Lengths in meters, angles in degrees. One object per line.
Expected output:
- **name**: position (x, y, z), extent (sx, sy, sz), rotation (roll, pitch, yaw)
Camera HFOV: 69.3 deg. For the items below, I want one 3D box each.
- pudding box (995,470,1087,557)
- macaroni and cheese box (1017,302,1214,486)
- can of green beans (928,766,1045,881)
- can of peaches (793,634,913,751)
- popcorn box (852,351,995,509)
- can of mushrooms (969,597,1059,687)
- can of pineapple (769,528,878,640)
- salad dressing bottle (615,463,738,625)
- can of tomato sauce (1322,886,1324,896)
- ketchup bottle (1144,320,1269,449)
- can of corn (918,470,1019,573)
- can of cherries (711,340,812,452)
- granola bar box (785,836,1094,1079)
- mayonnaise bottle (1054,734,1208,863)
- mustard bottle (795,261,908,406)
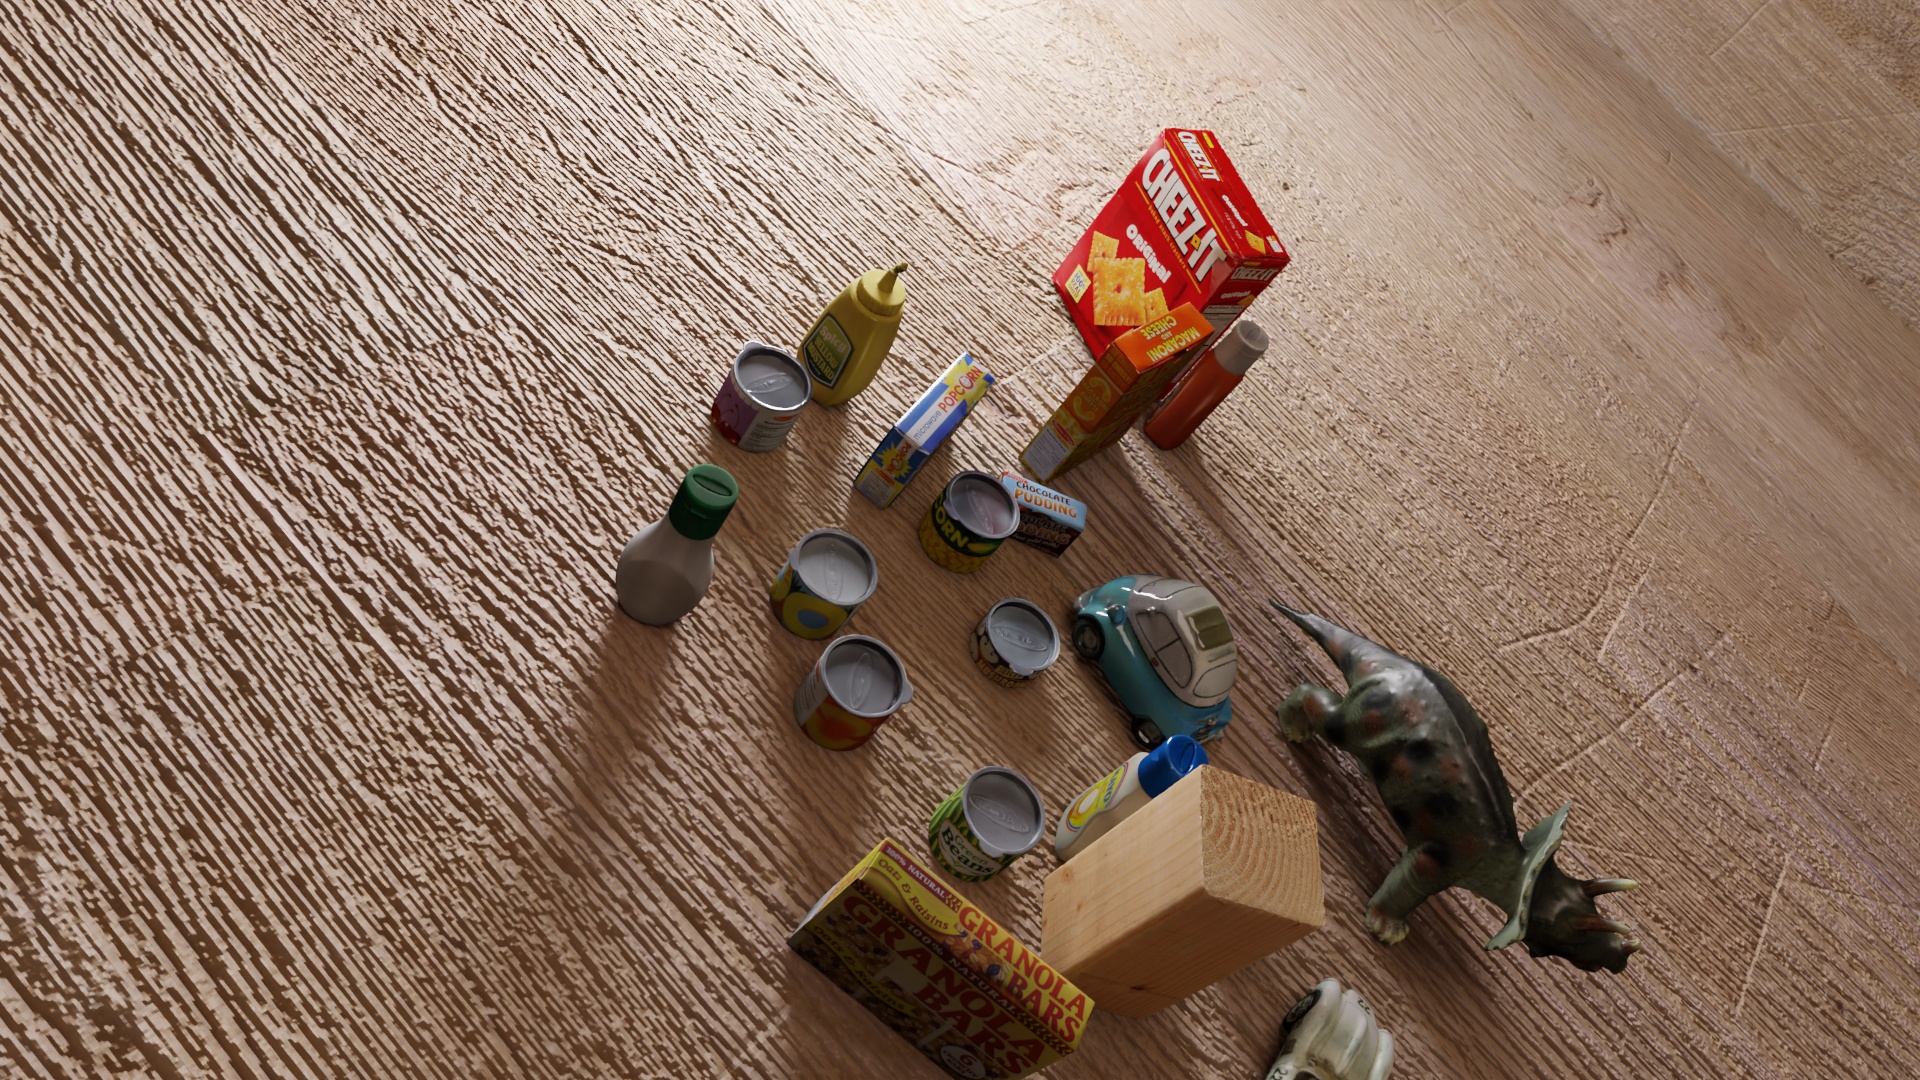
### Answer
- **pudding box**: position (0.061, -0.023, 1.188), extent (0.084, 0.049, 0.030), rotation (23, 49, -16)
- **macaroni and cheese box**: position (0.138, -0.129, 1.233), extent (0.040, 0.165, 0.124), rotation (50, 47, 9)
- **can of green beans**: position (0.018, 0.203, 0.990), extent (0.071, 0.057, 0.071), rotation (16, 51, -21)
- **can of peaches**: position (-0.078, 0.111, 0.999), extent (0.071, 0.057, 0.071), rotation (16, 51, -21)
- **popcorn box**: position (-0.030, -0.092, 1.159), extent (0.038, 0.084, 0.127), rotation (39, 46, -1)
- **can of mushrooms**: position (0.043, 0.084, 1.109), extent (0.071, 0.033, 0.071), rotation (16, 51, -21)
- **can of pineapple**: position (-0.105, 0.033, 1.040), extent (0.071, 0.057, 0.071), rotation (16, 51, -21)
- **salad dressing bottle**: position (-0.192, 0.004, 0.947), extent (0.064, 0.147, 0.044), rotation (27, 48, -12)
- **can of tomato sauce**: position (0.222, 0.273, 1.046), extent (0.071, 0.082, 0.071), rotation (16, 51, -21)
- **ketchup bottle**: position (0.235, -0.148, 1.319), extent (0.043, 0.148, 0.065), rotation (44, 46, 4)
- **can of corn**: position (0.004, -0.014, 1.141), extent (0.071, 0.058, 0.071), rotation (16, 51, -21)
- **can of cherries**: position (-0.161, -0.115, 1.115), extent (0.071, 0.058, 0.072), rotation (16, 51, -21)
- **granola bar box**: position (-0.015, 0.271, 0.874), extent (0.165, 0.123, 0.039), rotation (39, 46, -1)
- **mayonnaise bottle**: position (0.123, 0.187, 1.004), extent (0.041, 0.147, 0.065), rotation (34, 47, -5)
- **mustard bottle**: position (-0.083, -0.176, 1.137), extent (0.049, 0.159, 0.065), rotation (-26, 73, -41)
